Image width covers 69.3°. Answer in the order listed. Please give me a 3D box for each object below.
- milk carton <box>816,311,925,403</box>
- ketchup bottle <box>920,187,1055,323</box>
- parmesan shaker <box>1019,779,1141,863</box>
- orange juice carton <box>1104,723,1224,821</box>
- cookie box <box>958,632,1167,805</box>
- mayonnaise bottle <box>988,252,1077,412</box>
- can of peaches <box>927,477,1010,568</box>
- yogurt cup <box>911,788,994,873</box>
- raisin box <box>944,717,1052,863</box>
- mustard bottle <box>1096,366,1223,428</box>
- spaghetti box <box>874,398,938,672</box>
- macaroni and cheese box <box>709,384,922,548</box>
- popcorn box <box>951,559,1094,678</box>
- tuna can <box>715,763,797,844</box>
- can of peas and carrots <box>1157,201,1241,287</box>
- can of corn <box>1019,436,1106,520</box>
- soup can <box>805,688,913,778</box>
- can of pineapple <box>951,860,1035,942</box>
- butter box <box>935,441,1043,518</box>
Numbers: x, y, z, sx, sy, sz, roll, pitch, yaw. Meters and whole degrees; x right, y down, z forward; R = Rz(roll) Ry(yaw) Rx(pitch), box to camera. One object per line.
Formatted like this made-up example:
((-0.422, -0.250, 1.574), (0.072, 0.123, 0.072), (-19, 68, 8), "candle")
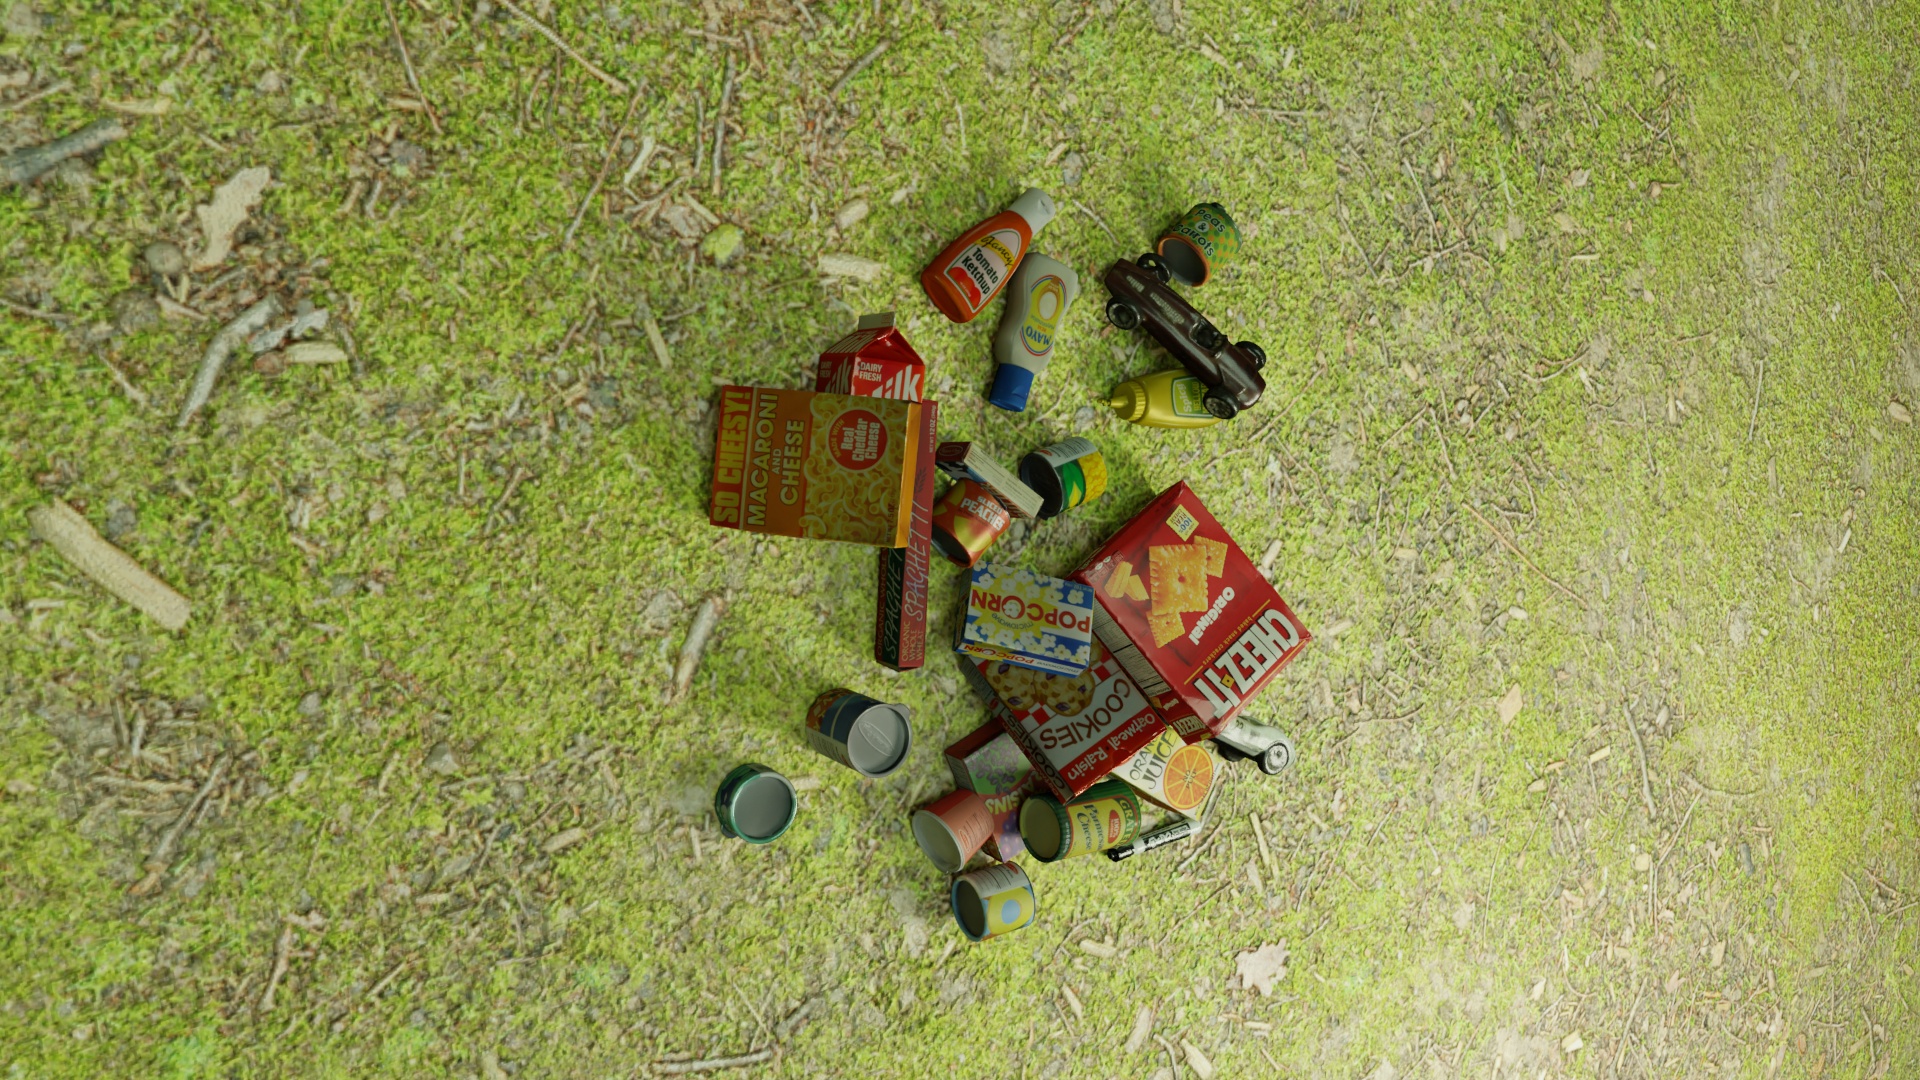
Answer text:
((-0.084, -0.107, 1.233), (0.073, 0.072, 0.190), (5, 92, -32), "milk carton")
((0.030, -0.274, 1.308), (0.149, 0.043, 0.064), (-48, 117, -20), "ketchup bottle")
((0.117, 0.276, 1.354), (0.103, 0.071, 0.071), (-3, 97, -37), "parmesan shaker")
((0.173, 0.213, 1.426), (0.192, 0.073, 0.072), (33, 77, -30), "orange juice carton")
((0.099, 0.152, 1.340), (0.123, 0.040, 0.167), (-31, 75, -27), "cookie box")
((0.065, -0.199, 1.337), (0.065, 0.041, 0.148), (21, 83, -34), "mayonnaise bottle")
((0.005, -0.016, 1.299), (0.058, 0.071, 0.071), (-46, 116, -19), "can of peaches")
((-0.005, 0.273, 1.325), (0.054, 0.072, 0.072), (-33, 111, -34), "yogurt cup")
((0.046, 0.242, 1.368), (0.086, 0.040, 0.123), (-29, 110, -28), "raisin box")
((0.207, -0.144, 1.428), (0.161, 0.049, 0.065), (-8, 93, -32), "mustard bottle")
((-0.051, -0.006, 1.277), (0.029, 0.050, 0.249), (1, 94, -31), "spaghetti box")
((-0.122, -0.063, 1.170), (0.040, 0.166, 0.123), (0, 97, -76), "macaroni and cheese box")
((0.061, 0.075, 1.321), (0.127, 0.038, 0.085), (14, 62, -12), "popcorn box")
((-0.181, 0.235, 1.226), (0.071, 0.033, 0.071), (-3, 96, -32), "tuna can")
((0.245, -0.304, 1.425), (0.059, 0.071, 0.070), (-45, 116, -20), "can of peas and carrots")
((0.101, -0.061, 1.359), (0.058, 0.071, 0.071), (-23, 106, -29), "can of corn")
((-0.090, 0.170, 1.248), (0.071, 0.084, 0.071), (-4, 97, -32), "soup can")
((0.032, 0.353, 1.353), (0.058, 0.071, 0.071), (-8, 99, -31), "can of pineapple")
((0.027, -0.057, 1.319), (0.103, 0.053, 0.024), (37, 73, -30), "butter box")
